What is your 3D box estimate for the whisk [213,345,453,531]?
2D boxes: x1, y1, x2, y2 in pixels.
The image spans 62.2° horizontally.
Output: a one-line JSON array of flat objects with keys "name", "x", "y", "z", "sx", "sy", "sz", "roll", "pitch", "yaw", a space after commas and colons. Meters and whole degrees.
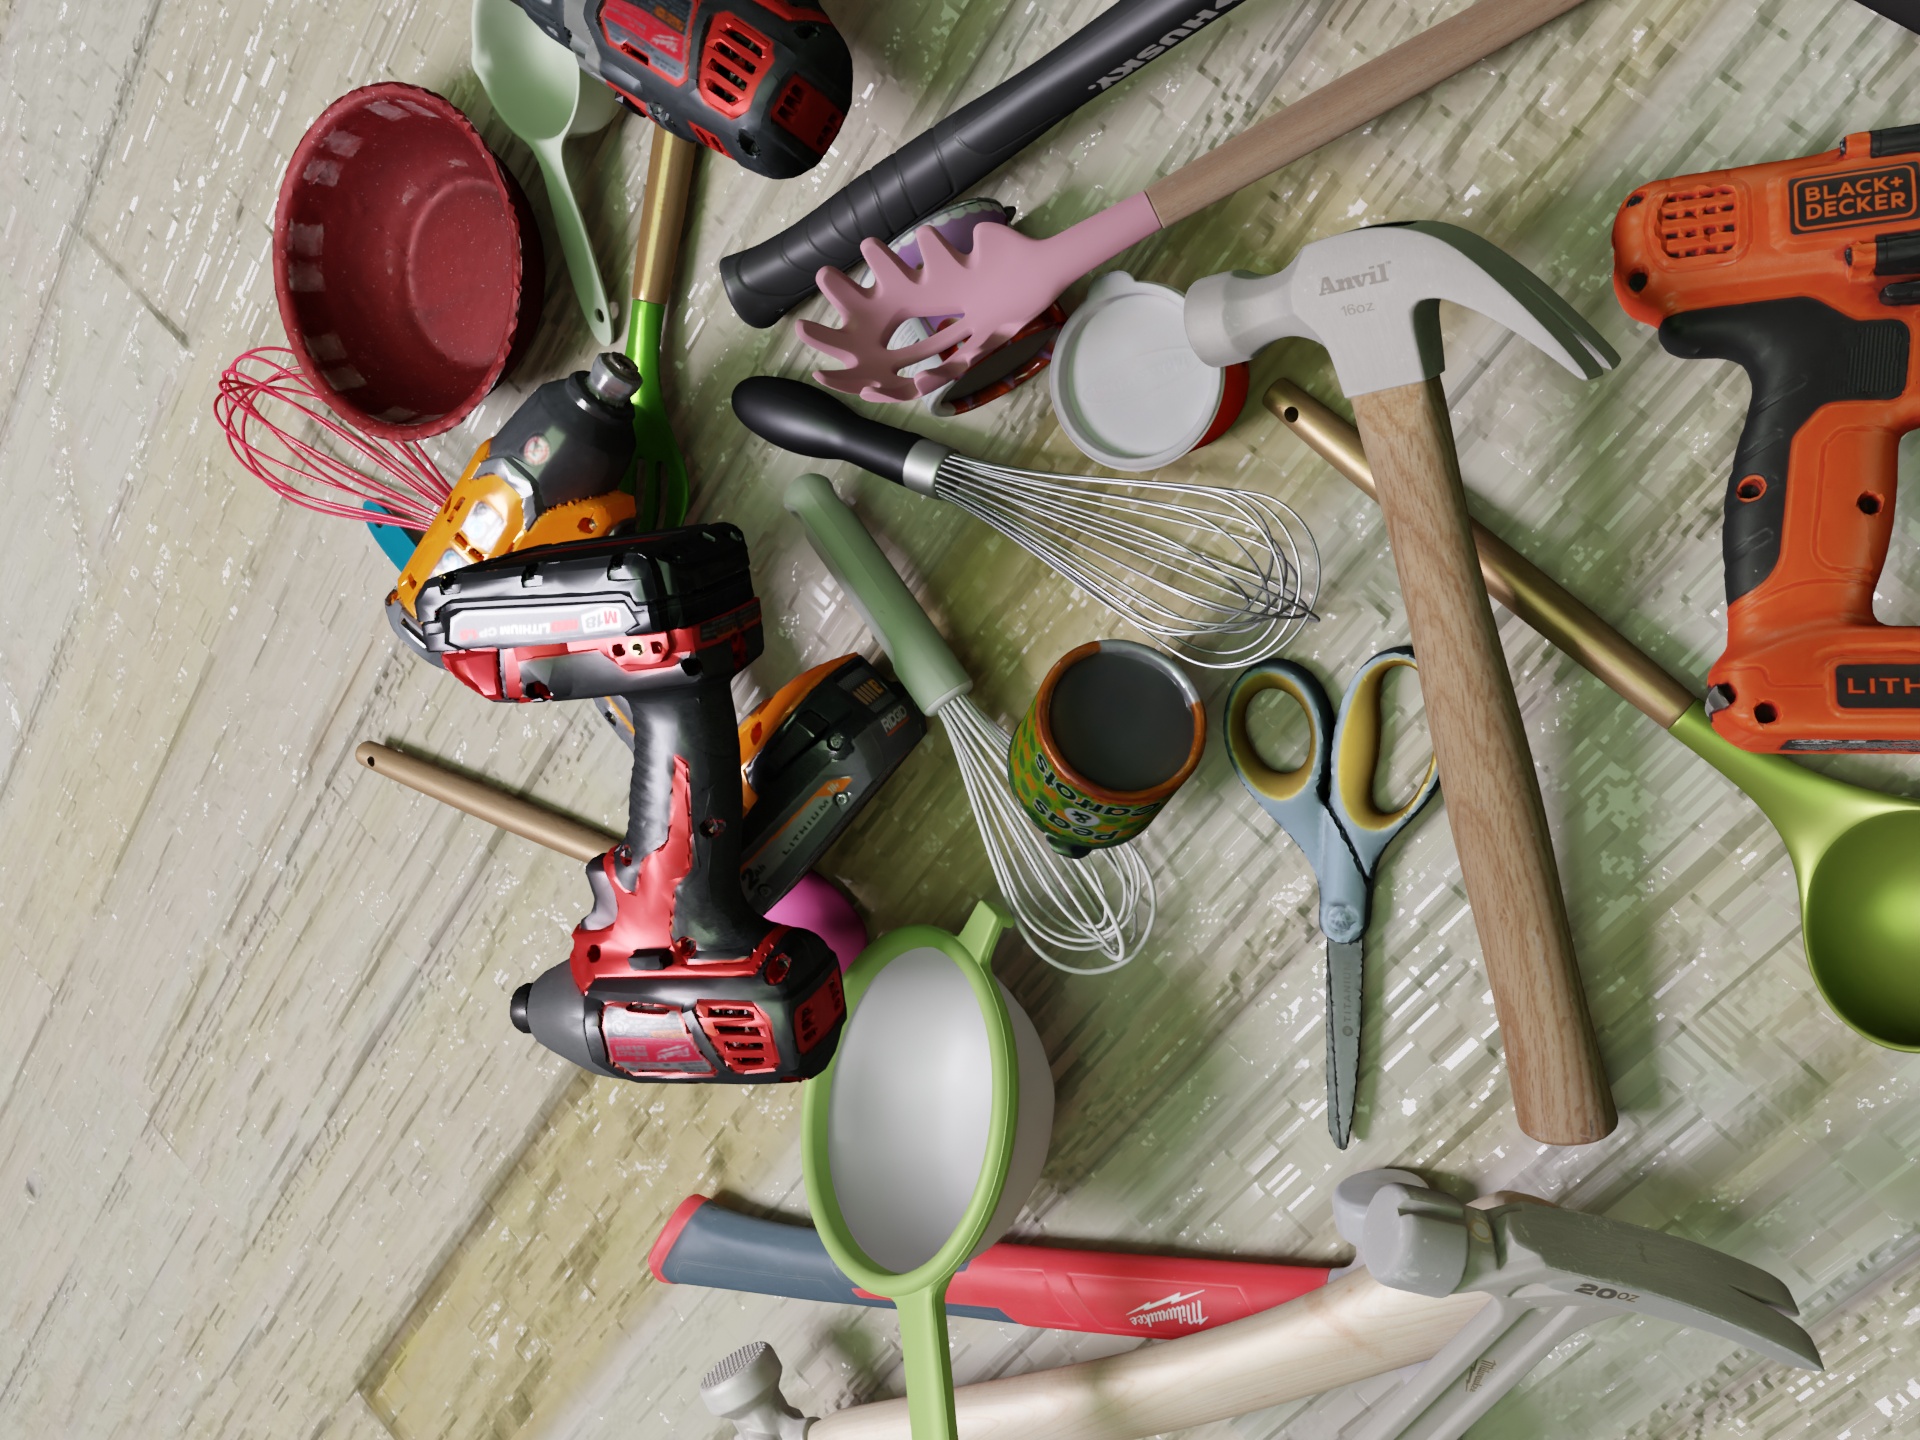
[{"name": "whisk", "x": -0.257, "y": -0.104, "z": 0.785, "sx": 0.296, "sy": 0.073, "sz": 0.073, "roll": 30, "pitch": 112, "yaw": 14}]

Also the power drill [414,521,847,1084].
[{"name": "power drill", "x": -0.132, "y": 0.040, "z": 0.629, "sx": 0.143, "sy": 0.078, "sz": 0.219, "roll": -4, "pitch": 104, "yaw": 21}]

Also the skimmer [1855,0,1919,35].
[{"name": "skimmer", "x": 0.169, "y": -0.331, "z": 0.490, "sx": 0.363, "sy": 0.090, "sz": 0.127, "roll": 41, "pitch": 84, "yaw": 14}]

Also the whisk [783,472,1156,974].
[{"name": "whisk", "x": -0.001, "y": -0.002, "z": 0.662, "sx": 0.059, "sy": 0.057, "sz": 0.246, "roll": -34, "pitch": 82, "yaw": -6}]

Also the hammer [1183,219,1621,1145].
[{"name": "hammer", "x": 0.177, "y": -0.003, "z": 0.542, "sx": 0.130, "sy": 0.031, "sz": 0.331, "roll": -5, "pitch": 109, "yaw": 43}]

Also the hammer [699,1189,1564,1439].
[{"name": "hammer", "x": 0.069, "y": 0.284, "z": 0.648, "sx": 0.410, "sy": 0.038, "sz": 0.146, "roll": -29, "pitch": 89, "yaw": 30}]

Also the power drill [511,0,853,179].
[{"name": "power drill", "x": -0.084, "y": -0.343, "z": 0.606, "sx": 0.188, "sy": 0.080, "sz": 0.226, "roll": 36, "pitch": 103, "yaw": 18}]

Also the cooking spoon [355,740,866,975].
[{"name": "cooking spoon", "x": -0.184, "y": 0.064, "z": 0.796, "sx": 0.319, "sy": 0.017, "sz": 0.068, "roll": 19, "pitch": 108, "yaw": 23}]

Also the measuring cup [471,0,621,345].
[{"name": "measuring cup", "x": -0.171, "y": -0.257, "z": 0.724, "sx": 0.083, "sy": 0.038, "sz": 0.167, "roll": 12, "pitch": 123, "yaw": 40}]

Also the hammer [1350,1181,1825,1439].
[{"name": "hammer", "x": 0.144, "y": 0.297, "z": 0.591, "sx": 0.149, "sy": 0.037, "sz": 0.358, "roll": 17, "pitch": 126, "yaw": -10}]

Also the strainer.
[{"name": "strainer", "x": 0.003, "y": 0.212, "z": 0.650, "sx": 0.151, "sy": 0.069, "sz": 0.257, "roll": -36, "pitch": 51, "yaw": 44}]

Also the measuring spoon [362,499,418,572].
[{"name": "measuring spoon", "x": -0.268, "y": -0.075, "z": 0.821, "sx": 0.129, "sy": 0.021, "sz": 0.042, "roll": 44, "pitch": 123, "yaw": 25}]

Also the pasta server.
[{"name": "pasta server", "x": 0.089, "y": -0.192, "z": 0.545, "sx": 0.316, "sy": 0.040, "sz": 0.060, "roll": -25, "pitch": 71, "yaw": 14}]

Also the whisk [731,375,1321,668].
[{"name": "whisk", "x": 0.015, "y": -0.091, "z": 0.642, "sx": 0.285, "sy": 0.070, "sz": 0.070, "roll": 25, "pitch": 110, "yaw": 28}]

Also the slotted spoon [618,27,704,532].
[{"name": "slotted spoon", "x": -0.133, "y": -0.213, "z": 0.713, "sx": 0.070, "sy": 0.031, "sz": 0.313, "roll": 16, "pitch": 105, "yaw": 18}]

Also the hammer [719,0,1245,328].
[{"name": "hammer", "x": 0.027, "y": -0.226, "z": 0.585, "sx": 0.335, "sy": 0.146, "sz": 0.035, "roll": -20, "pitch": 89, "yaw": 41}]

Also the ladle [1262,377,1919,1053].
[{"name": "ladle", "x": 0.221, "y": -0.016, "z": 0.542, "sx": 0.320, "sy": 0.062, "sz": 0.078, "roll": 44, "pitch": 128, "yaw": 18}]

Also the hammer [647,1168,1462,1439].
[{"name": "hammer", "x": 0.023, "y": 0.266, "z": 0.710, "sx": 0.386, "sy": 0.038, "sz": 0.143, "roll": -6, "pitch": 98, "yaw": 29}]

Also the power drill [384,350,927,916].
[{"name": "power drill", "x": -0.127, "y": -0.039, "z": 0.689, "sx": 0.226, "sy": 0.084, "sz": 0.164, "roll": 42, "pitch": 115, "yaw": 3}]
